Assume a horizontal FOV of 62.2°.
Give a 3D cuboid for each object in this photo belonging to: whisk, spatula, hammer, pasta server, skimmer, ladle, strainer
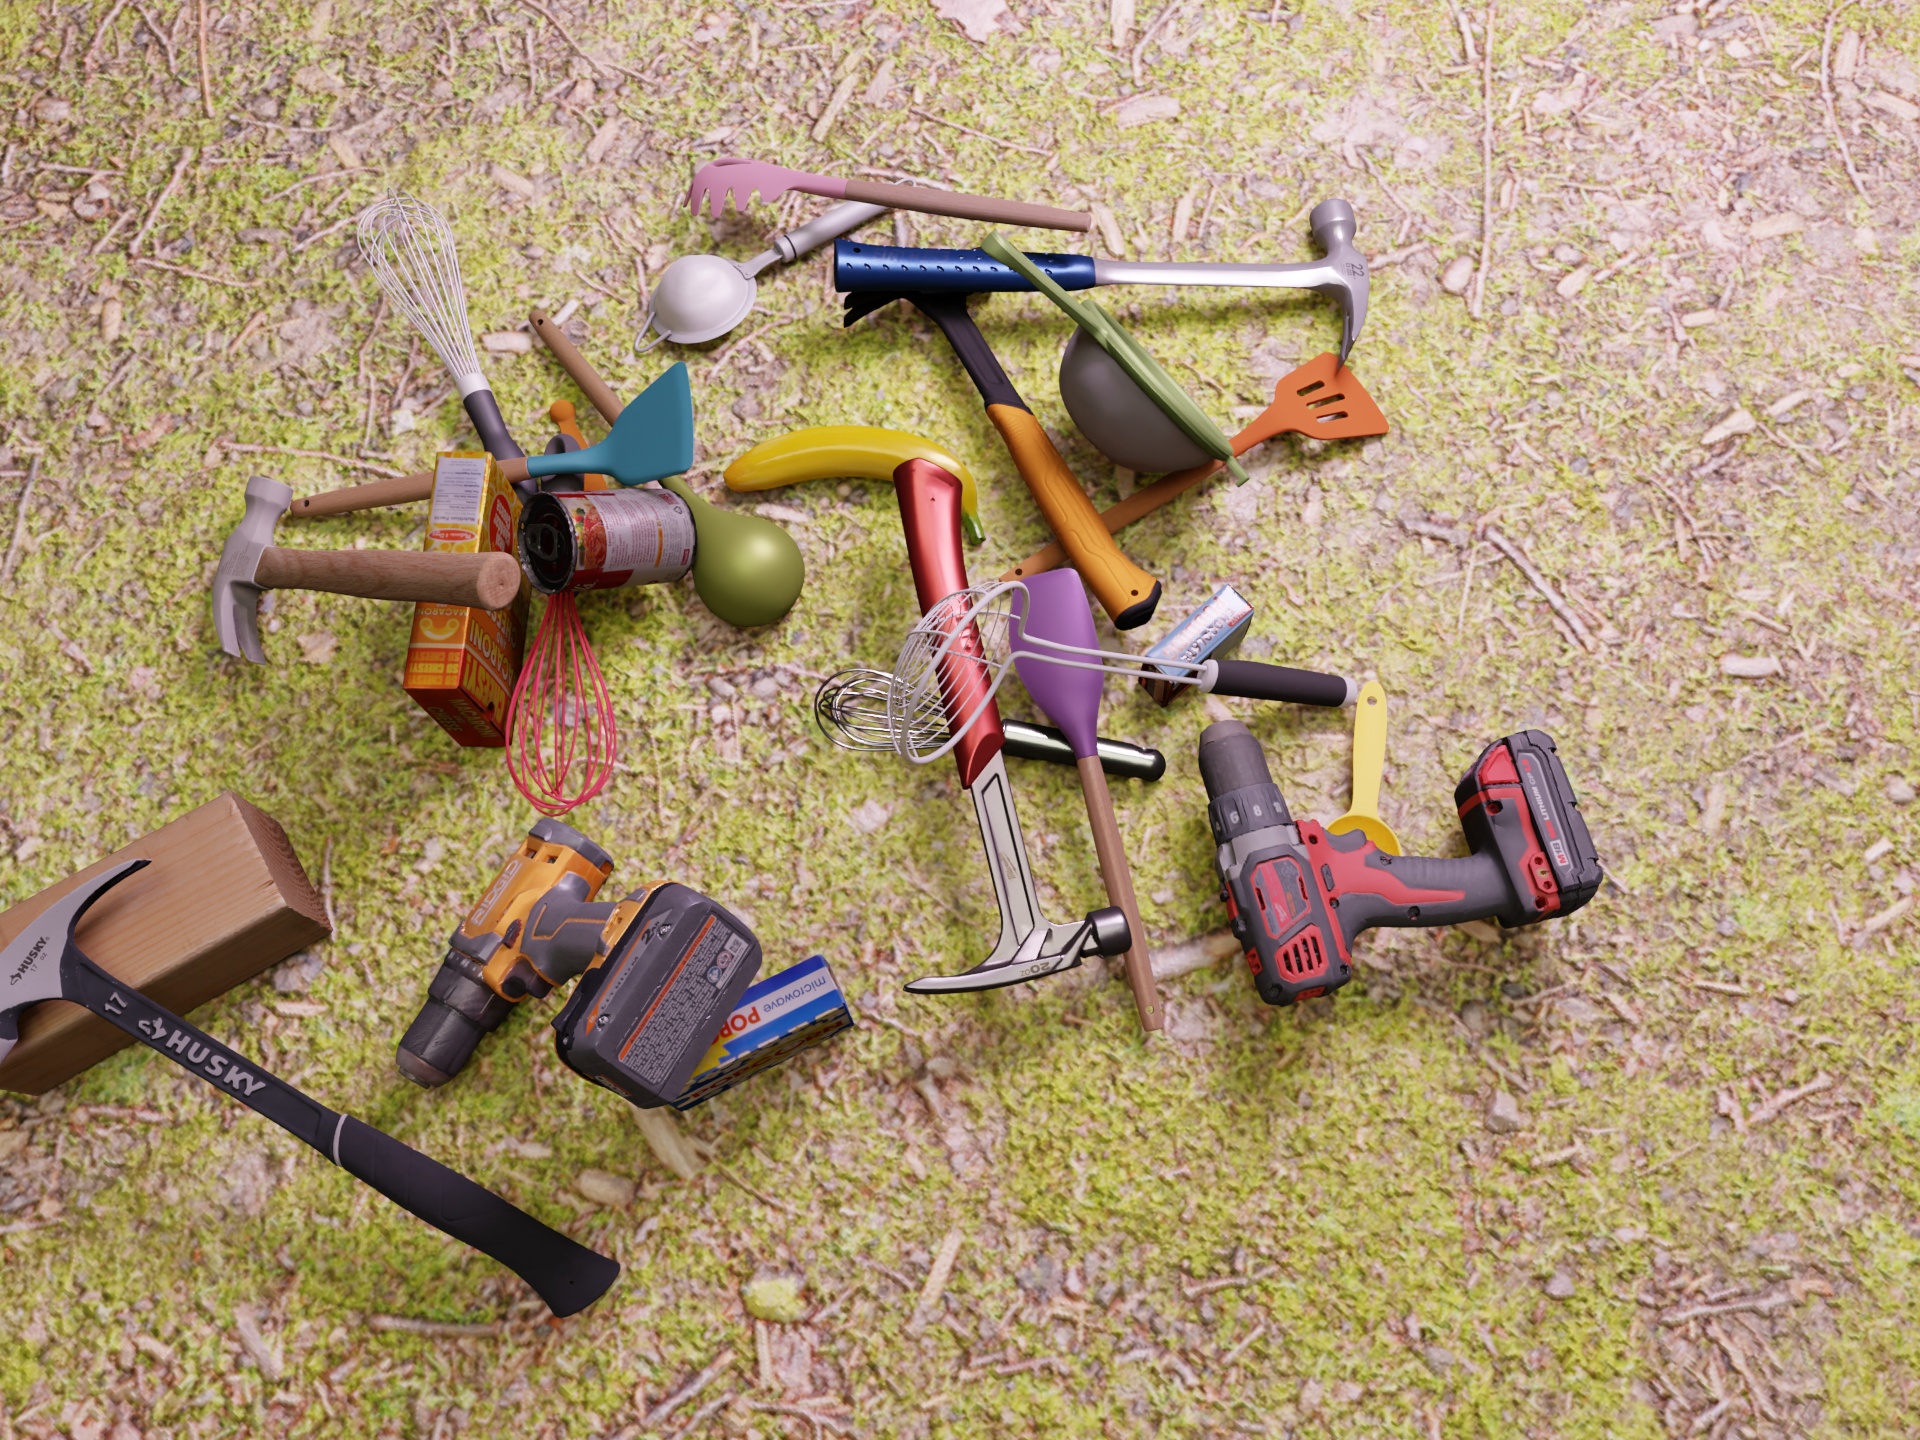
[{"bbox_3d":[-0.277,-0.072,1.107,0.073,0.073,0.296,-5,67,-3],"label":"whisk"},{"bbox_3d":[-0.331,-0.180,1.119,0.317,0.044,0.082,-9,75,9],"label":"spatula"},{"bbox_3d":[0.040,-0.202,1.148,0.127,0.034,0.337,-23,68,-17],"label":"hammer"},{"bbox_3d":[-0.058,-0.384,1.184,0.316,0.040,0.060,12,34,12],"label":"pasta server"},{"bbox_3d":[-0.002,-0.003,1.052,0.149,0.036,0.359,-11,75,-8],"label":"hammer"},{"bbox_3d":[0.119,-0.018,1.016,0.363,0.127,0.090,6,33,-26],"label":"skimmer"},{"bbox_3d":[-0.386,0.238,0.958,0.409,0.036,0.149,33,80,-6],"label":"hammer"},{"bbox_3d":[0.020,0.010,1.094,0.246,0.058,0.059,11,106,0],"label":"whisk"},{"bbox_3d":[0.168,-0.176,1.170,0.322,0.041,0.081,-31,74,-6],"label":"spatula"},{"bbox_3d":[-0.224,-0.192,1.164,0.078,0.062,0.320,-42,69,4],"label":"ladle"},{"bbox_3d":[0.089,0.051,1.062,0.060,0.018,0.316,-14,79,3],"label":"spatula"},{"bbox_3d":[-0.143,-0.360,1.220,0.258,0.050,0.087,-32,60,-15],"label":"strainer"},{"bbox_3d":[-0.373,-0.272,1.180,0.070,0.070,0.285,-24,79,-9],"label":"whisk"},{"bbox_3d":[0.110,-0.329,1.183,0.405,0.035,0.144,-1,64,-8],"label":"hammer"},{"bbox_3d":[-0.394,-0.094,1.032,0.331,0.031,0.130,7,79,40],"label":"hammer"},{"bbox_3d":[0.084,-0.238,1.082,0.069,0.256,0.152,-44,45,18],"label":"strainer"}]

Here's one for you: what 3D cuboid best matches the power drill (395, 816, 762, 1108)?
[{"bbox_3d":[-0.244,0.162,0.967,0.226,0.084,0.185,12,63,47],"label":"power drill"}]

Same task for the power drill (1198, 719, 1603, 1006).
[{"bbox_3d":[0.272,0.070,1.029,0.226,0.080,0.188,-14,72,-2],"label":"power drill"}]

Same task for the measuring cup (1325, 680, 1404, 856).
[{"bbox_3d":[0.275,0.048,1.091,0.062,0.029,0.157,10,69,2],"label":"measuring cup"}]

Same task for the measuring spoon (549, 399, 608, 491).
[{"bbox_3d":[-0.278,-0.189,1.171,0.021,0.011,0.117,-22,73,-8],"label":"measuring spoon"}]
